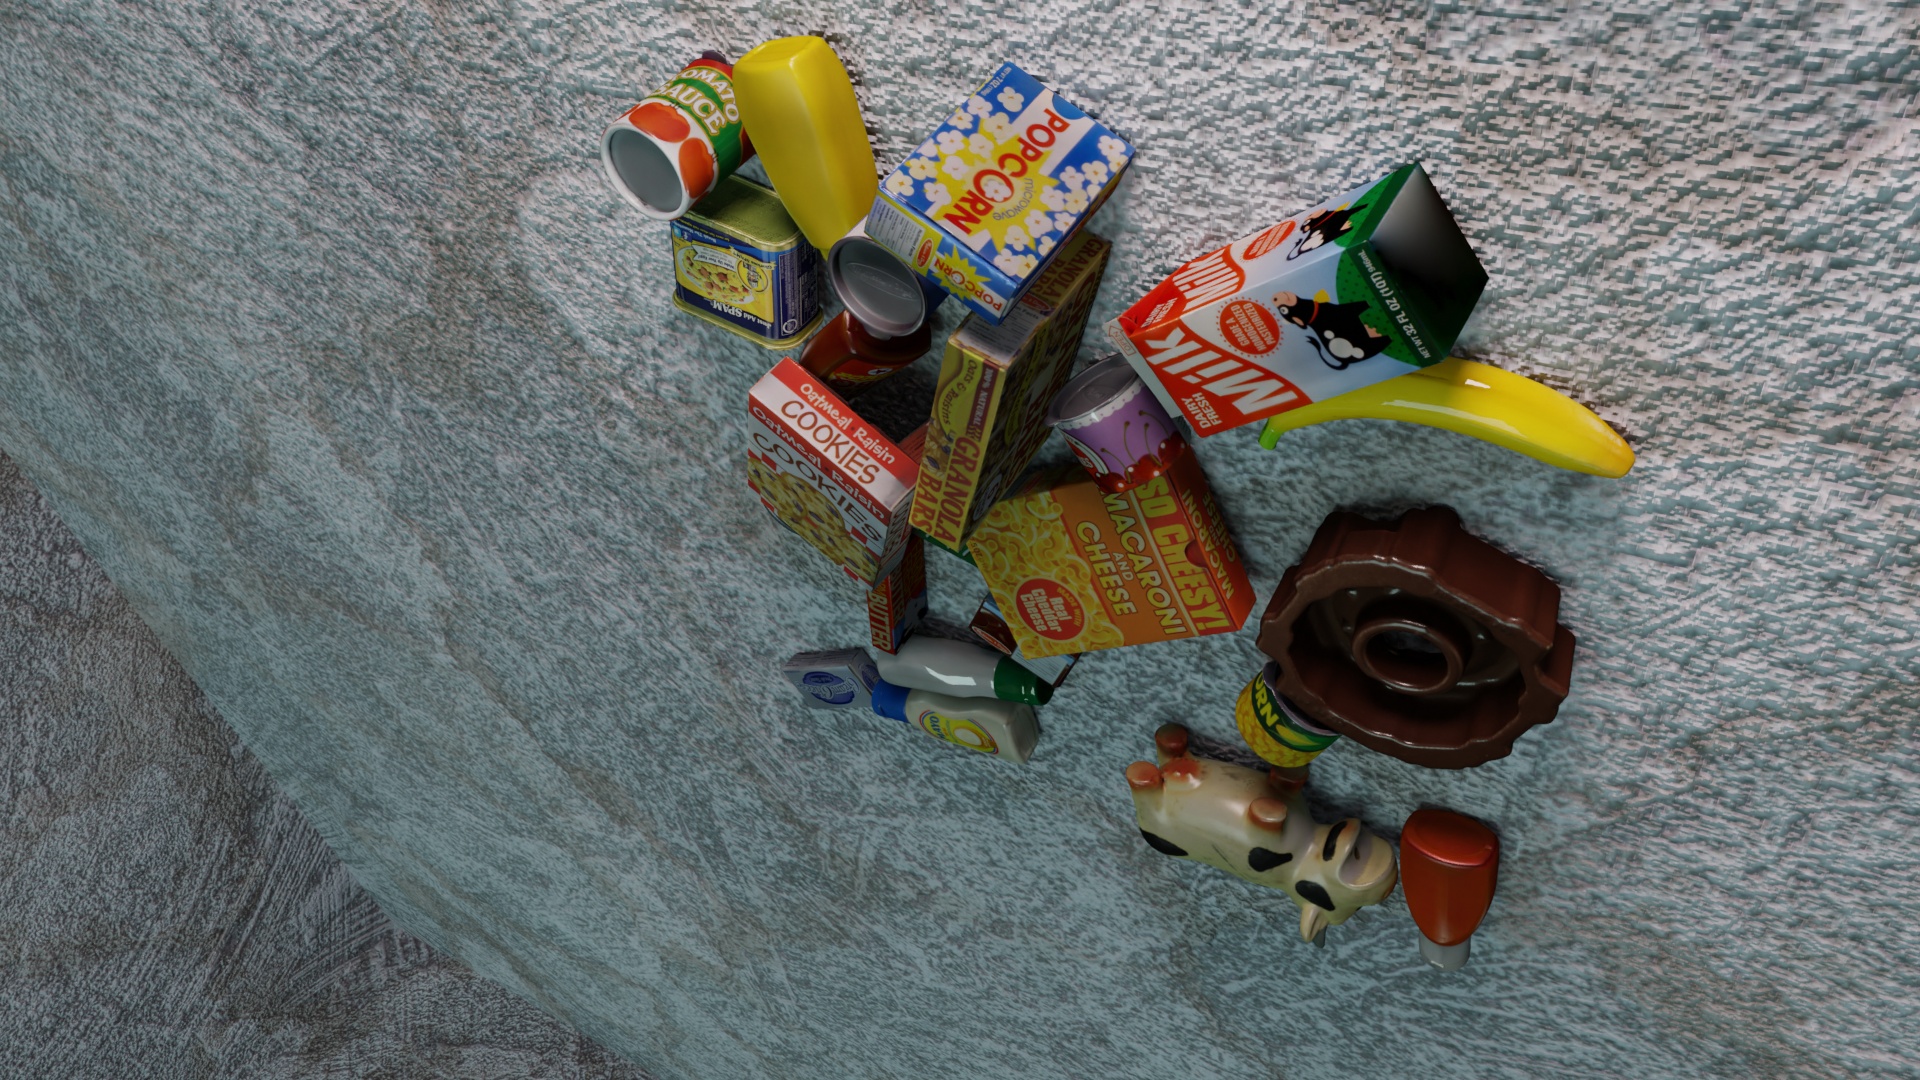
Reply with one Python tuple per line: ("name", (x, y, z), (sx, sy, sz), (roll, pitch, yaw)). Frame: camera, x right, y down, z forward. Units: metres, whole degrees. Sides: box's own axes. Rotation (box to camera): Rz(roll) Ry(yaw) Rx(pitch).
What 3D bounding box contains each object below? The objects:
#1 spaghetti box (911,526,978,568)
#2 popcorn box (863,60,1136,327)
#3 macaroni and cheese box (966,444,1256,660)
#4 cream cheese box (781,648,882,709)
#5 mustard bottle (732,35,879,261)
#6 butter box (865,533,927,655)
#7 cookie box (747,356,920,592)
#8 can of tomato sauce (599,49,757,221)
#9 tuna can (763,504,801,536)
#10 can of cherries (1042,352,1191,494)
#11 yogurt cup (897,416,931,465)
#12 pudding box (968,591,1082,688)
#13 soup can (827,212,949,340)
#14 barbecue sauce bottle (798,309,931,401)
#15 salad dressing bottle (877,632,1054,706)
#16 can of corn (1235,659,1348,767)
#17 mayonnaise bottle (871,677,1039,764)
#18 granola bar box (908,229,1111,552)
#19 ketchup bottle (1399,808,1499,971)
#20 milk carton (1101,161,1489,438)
("spaghetti box", (0.004, -0.013, 0.998), (0.250, 0.029, 0.050), (28, 144, 13))
("popcorn box", (0.021, -0.178, 0.708), (0.085, 0.127, 0.038), (36, 148, 3))
("macaroni and cheese box", (0.091, 0.011, 0.904), (0.166, 0.040, 0.123), (-12, 114, 38))
("cream cheese box", (-0.113, 0.127, 1.264), (0.103, 0.024, 0.053), (-9, 125, 47))
("mustard bottle", (-0.080, -0.216, 0.823), (0.065, 0.049, 0.159), (11, 138, 34))
("butter box", (-0.050, 0.038, 1.082), (0.024, 0.053, 0.103), (21, 142, 19))
("cookie box", (-0.088, -0.041, 0.954), (0.123, 0.040, 0.166), (39, 159, 7))
("can of tomato sauce", (-0.166, -0.243, 0.837), (0.071, 0.083, 0.070), (24, 143, 19))
("tuna can", (-0.119, -0.035, 1.077), (0.071, 0.033, 0.070), (24, 143, 19))
("can of cherries", (0.092, -0.068, 0.820), (0.071, 0.072, 0.058), (-10, 124, 47))
("yogurt cup", (-0.008, -0.058, 0.928), (0.054, 0.073, 0.072), (51, 144, -5))
("pudding box", (0.052, 0.069, 1.048), (0.084, 0.030, 0.049), (33, 146, 6))
("soup can", (-0.027, -0.166, 0.801), (0.071, 0.084, 0.071), (24, 143, 20))
("barbecue sauce bottle", (-0.078, -0.118, 0.927), (0.148, 0.065, 0.043), (-23, 76, 59))
("salad dressing bottle", (0.005, 0.104, 1.116), (0.147, 0.044, 0.064), (7, 157, 31))
("can of corn", (0.219, 0.108, 0.910), (0.071, 0.071, 0.058), (34, 145, 5))
("mayonnaise bottle", (-0.007, 0.147, 1.179), (0.148, 0.041, 0.064), (9, 138, 34))
("granola bar box", (0.026, -0.088, 0.808), (0.039, 0.125, 0.164), (30, 144, 11))
("ketchup bottle", (0.345, 0.253, 0.986), (0.065, 0.044, 0.148), (15, 140, 30))
("milk carton", (0.158, -0.112, 0.709), (0.190, 0.074, 0.072), (-17, 118, 50))
